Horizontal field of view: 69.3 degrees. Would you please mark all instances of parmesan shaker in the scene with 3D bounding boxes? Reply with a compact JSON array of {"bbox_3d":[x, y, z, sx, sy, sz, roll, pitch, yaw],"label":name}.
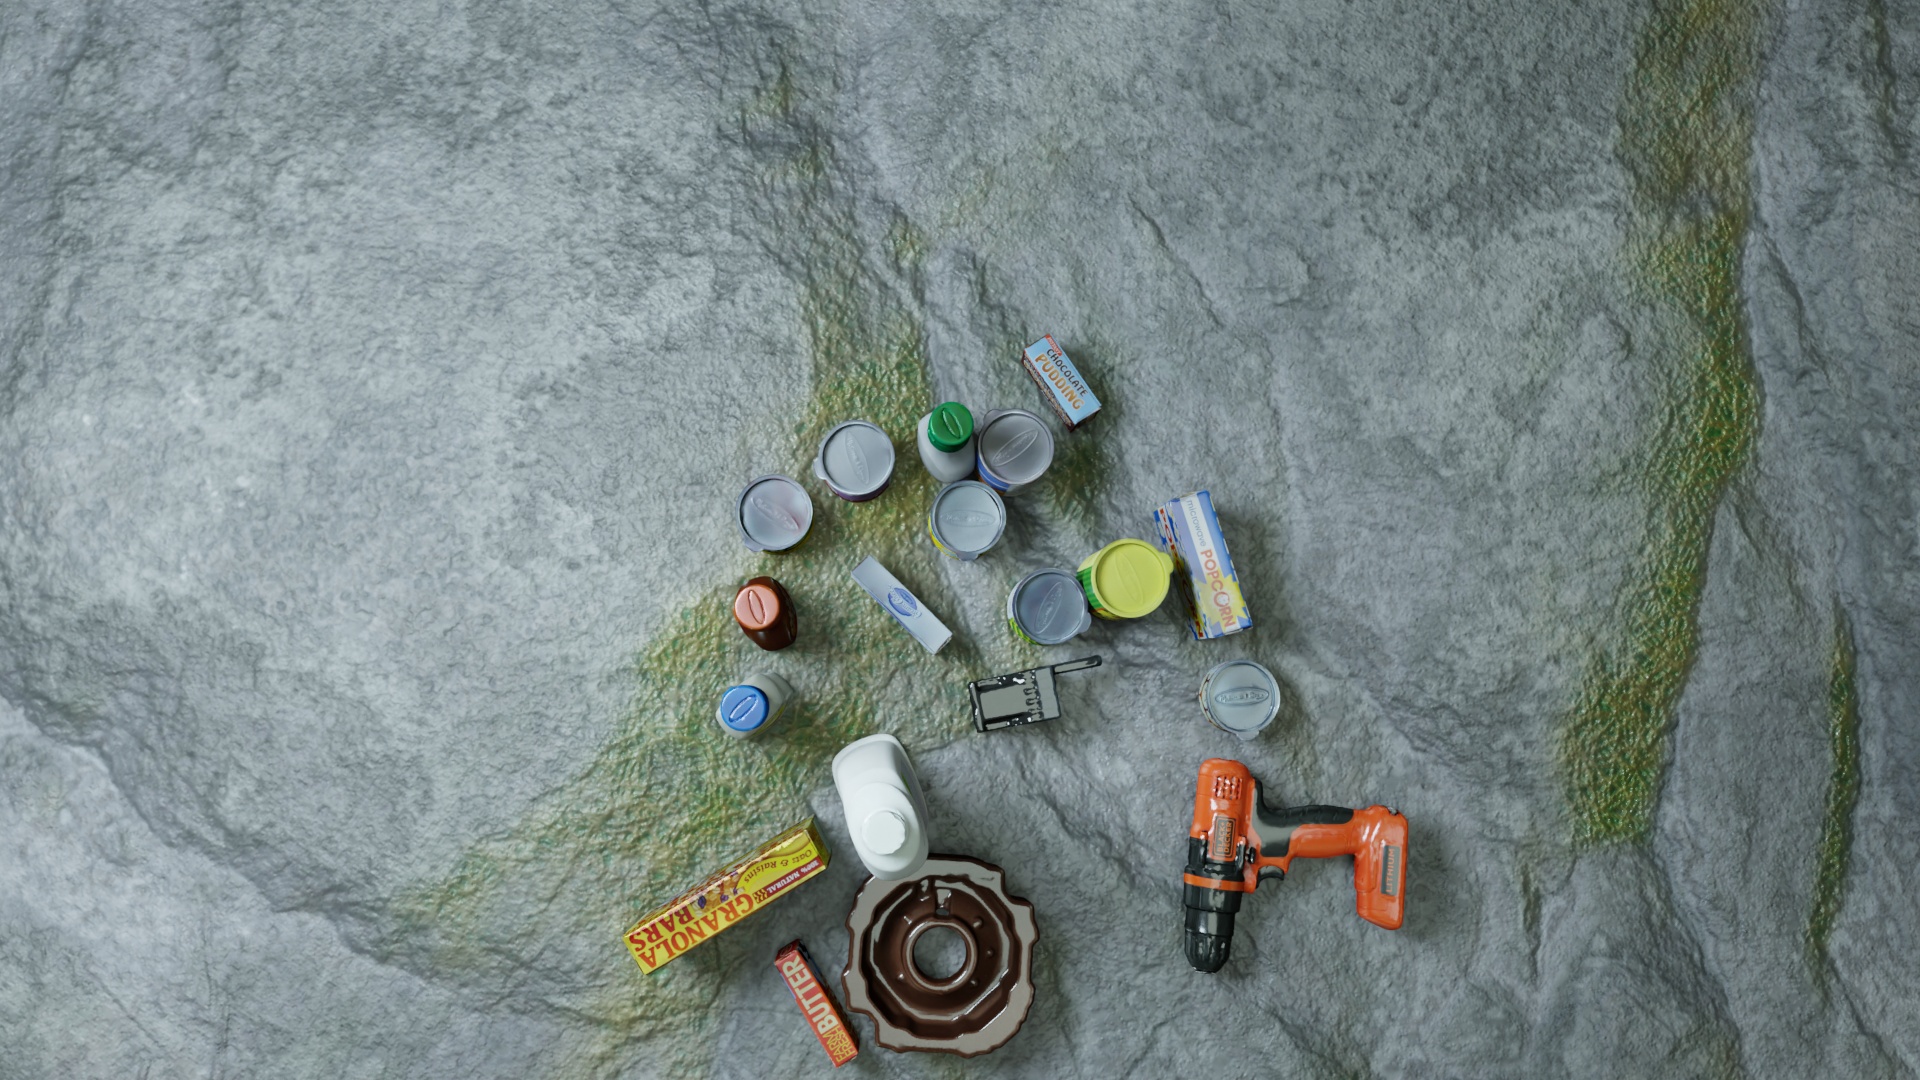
[{"bbox_3d":[0.142,0.035,1.209,0.071,0.103,0.071,0,84,-3],"label":"parmesan shaker"}]

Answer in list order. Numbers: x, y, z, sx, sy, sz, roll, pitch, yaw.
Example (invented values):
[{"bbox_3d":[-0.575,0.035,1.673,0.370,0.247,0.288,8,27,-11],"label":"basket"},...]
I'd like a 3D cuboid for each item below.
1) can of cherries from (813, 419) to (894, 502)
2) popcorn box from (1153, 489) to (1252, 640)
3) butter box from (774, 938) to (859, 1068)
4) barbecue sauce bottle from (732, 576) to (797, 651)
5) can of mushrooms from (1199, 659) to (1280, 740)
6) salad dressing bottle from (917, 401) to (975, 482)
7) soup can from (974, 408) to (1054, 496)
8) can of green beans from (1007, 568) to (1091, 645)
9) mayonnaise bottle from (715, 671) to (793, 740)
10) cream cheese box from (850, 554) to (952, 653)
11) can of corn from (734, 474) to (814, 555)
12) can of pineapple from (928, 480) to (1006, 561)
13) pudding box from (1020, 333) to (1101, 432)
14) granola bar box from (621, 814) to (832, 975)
[{"bbox_3d":[-0.094,-0.069,1.230,0.071,0.058,0.071,0,84,-3],"label":"can of cherries"},{"bbox_3d":[0.212,0.023,1.223,0.038,0.085,0.126,-17,85,-5],"label":"popcorn box"},{"bbox_3d":[-0.121,0.392,1.180,0.024,0.053,0.103,-31,86,-6],"label":"butter box"},{"bbox_3d":[-0.165,0.060,1.166,0.044,0.148,0.065,-19,85,-5],"label":"barbecue sauce bottle"},{"bbox_3d":[0.248,0.142,1.238,0.071,0.033,0.071,0,84,-3],"label":"can of mushrooms"},{"bbox_3d":[-0.011,-0.087,1.192,0.044,0.147,0.064,-28,86,-5],"label":"salad dressing bottle"},{"bbox_3d":[0.044,-0.078,1.226,0.071,0.083,0.071,0,84,-3],"label":"soup can"},{"bbox_3d":[0.076,0.060,1.225,0.071,0.057,0.071,0,84,-3],"label":"can of green beans"},{"bbox_3d":[-0.174,0.139,1.157,0.065,0.148,0.041,-45,88,-6],"label":"mayonnaise bottle"},{"bbox_3d":[-0.052,0.057,1.221,0.104,0.053,0.024,44,84,2],"label":"cream cheese box"},{"bbox_3d":[-0.163,-0.019,1.221,0.071,0.058,0.071,0,84,-3],"label":"can of corn"},{"bbox_3d":[0.004,-0.015,1.230,0.071,0.058,0.071,0,84,-3],"label":"can of pineapple"},{"bbox_3d":[0.090,-0.142,1.252,0.030,0.049,0.084,-34,87,-6],"label":"pudding box"},{"bbox_3d":[-0.187,0.291,1.152,0.166,0.124,0.039,-30,87,-6],"label":"granola bar box"}]
